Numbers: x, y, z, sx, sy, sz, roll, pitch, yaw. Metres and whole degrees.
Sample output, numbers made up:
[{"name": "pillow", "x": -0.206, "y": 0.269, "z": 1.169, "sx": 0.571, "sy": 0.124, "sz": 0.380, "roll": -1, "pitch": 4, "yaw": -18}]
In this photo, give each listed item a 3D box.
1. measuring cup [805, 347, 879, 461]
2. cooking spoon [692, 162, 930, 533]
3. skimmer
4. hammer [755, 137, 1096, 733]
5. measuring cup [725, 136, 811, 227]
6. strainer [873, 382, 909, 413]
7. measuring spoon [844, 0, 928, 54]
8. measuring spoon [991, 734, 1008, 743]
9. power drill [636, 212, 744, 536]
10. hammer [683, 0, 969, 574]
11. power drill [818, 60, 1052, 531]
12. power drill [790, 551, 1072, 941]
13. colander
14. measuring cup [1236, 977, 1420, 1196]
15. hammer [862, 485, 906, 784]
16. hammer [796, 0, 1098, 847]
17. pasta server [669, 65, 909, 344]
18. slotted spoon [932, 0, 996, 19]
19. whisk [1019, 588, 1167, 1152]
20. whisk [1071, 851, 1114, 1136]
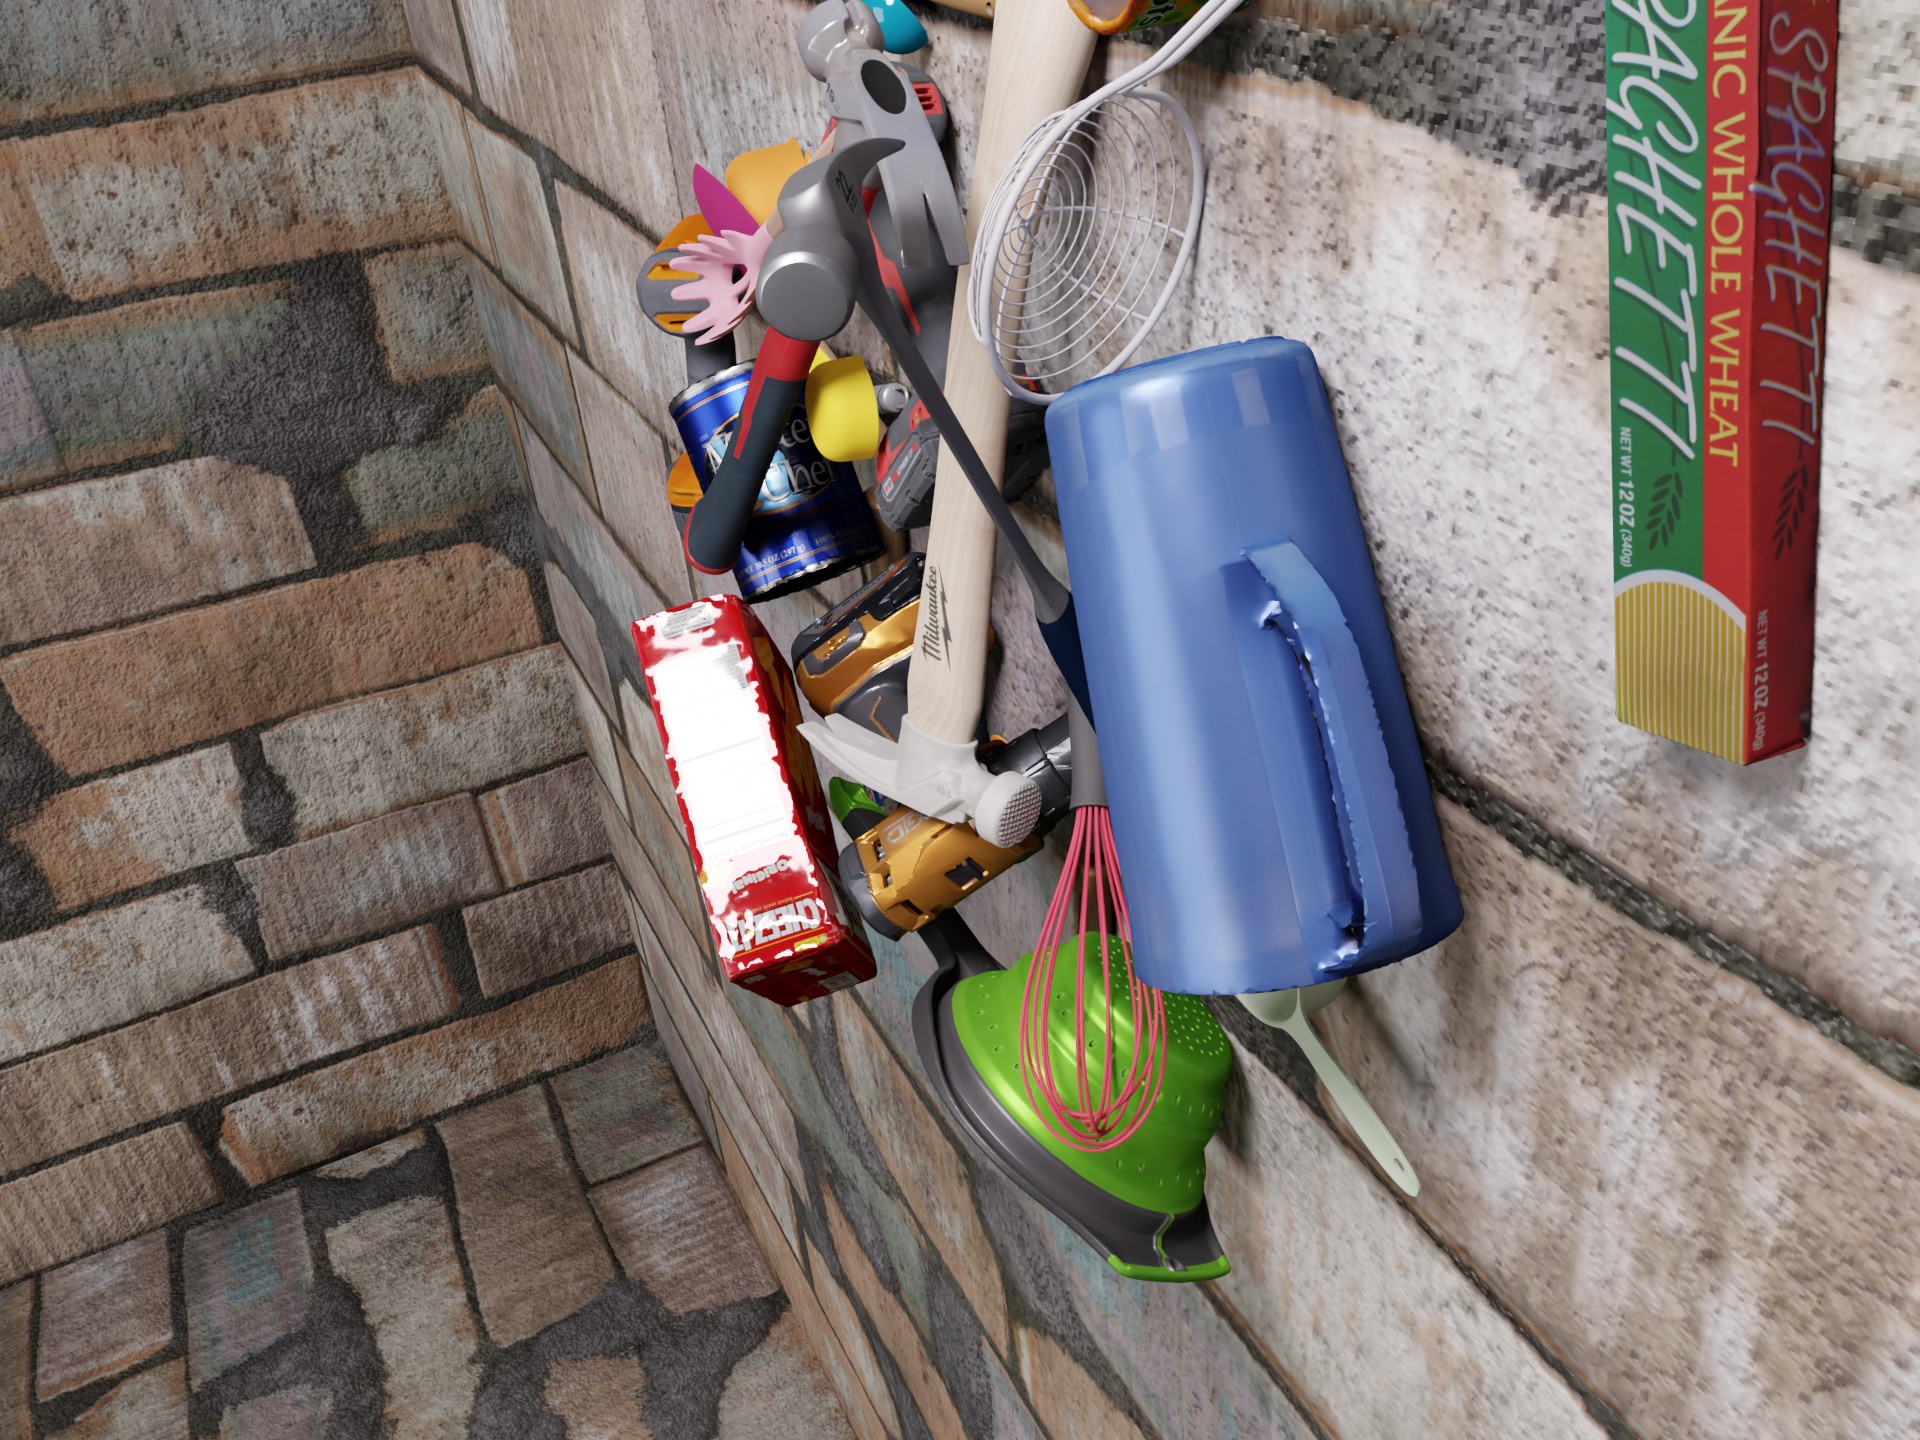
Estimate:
[{"name": "measuring cup", "x": -0.088, "y": -0.197, "z": 0.917, "sx": 0.157, "sy": 0.029, "sz": 0.062, "roll": -129, "pitch": 32, "yaw": -47}, {"name": "cooking spoon", "x": -0.079, "y": -0.216, "z": 1.000, "sx": 0.319, "sy": 0.017, "sz": 0.068, "roll": 55, "pitch": 164, "yaw": 3}, {"name": "skimmer", "x": 0.112, "y": -0.218, "z": 0.521, "sx": 0.090, "sy": 0.127, "sz": 0.363, "roll": 59, "pitch": 149, "yaw": -2}, {"name": "hammer", "x": 0.036, "y": -0.063, "z": 0.689, "sx": 0.405, "sy": 0.035, "sz": 0.144, "roll": 56, "pitch": -155, "yaw": -36}, {"name": "measuring cup", "x": -0.118, "y": -0.328, "z": 1.008, "sx": 0.174, "sy": 0.052, "sz": 0.095, "roll": -140, "pitch": 36, "yaw": -81}, {"name": "strainer", "x": -0.092, "y": -0.222, "z": 1.113, "sx": 0.258, "sy": 0.050, "sz": 0.087, "roll": 16, "pitch": 108, "yaw": 62}, {"name": "measuring spoon", "x": -0.054, "y": -0.380, "z": 0.875, "sx": 0.042, "sy": 0.021, "sz": 0.129, "roll": 39, "pitch": -178, "yaw": -29}, {"name": "measuring spoon", "x": 0.046, "y": 0.032, "z": 1.020, "sx": 0.117, "sy": 0.011, "sz": 0.021, "roll": -138, "pitch": 35, "yaw": -60}, {"name": "power drill", "x": -0.182, "y": -0.269, "z": 1.210, "sx": 0.164, "sy": 0.084, "sz": 0.226, "roll": -79, "pitch": -12, "yaw": -55}, {"name": "hammer", "x": -0.090, "y": -0.176, "z": 0.845, "sx": 0.143, "sy": 0.038, "sz": 0.386, "roll": 69, "pitch": 153, "yaw": 20}, {"name": "power drill", "x": -0.033, "y": -0.226, "z": 0.901, "sx": 0.188, "sy": 0.080, "sz": 0.227, "roll": 143, "pitch": 110, "yaw": -69}, {"name": "power drill", "x": -0.001, "y": -0.003, "z": 0.928, "sx": 0.084, "sy": 0.185, "sz": 0.226, "roll": 44, "pitch": -164, "yaw": -41}, {"name": "colander", "x": 0.040, "y": 0.134, "z": 0.921, "sx": 0.094, "sy": 0.204, "sz": 0.398, "roll": -52, "pitch": 49, "yaw": 15}, {"name": "measuring cup", "x": 0.173, "y": 0.138, "z": 0.735, "sx": 0.168, "sy": 0.038, "sz": 0.083, "roll": 59, "pitch": 157, "yaw": 26}, {"name": "hammer", "x": -0.046, "y": -0.021, "z": 1.180, "sx": 0.130, "sy": 0.031, "sz": 0.331, "roll": 47, "pitch": 149, "yaw": 48}, {"name": "hammer", "x": 0.000, "y": -0.147, "z": 0.767, "sx": 0.146, "sy": 0.038, "sz": 0.410, "roll": 24, "pitch": 117, "yaw": 34}, {"name": "pasta server", "x": -0.100, "y": -0.281, "z": 0.880, "sx": 0.316, "sy": 0.040, "sz": 0.060, "roll": -13, "pitch": 95, "yaw": 65}, {"name": "slotted spoon", "x": -0.048, "y": -0.409, "z": 0.849, "sx": 0.314, "sy": 0.031, "sz": 0.070, "roll": 47, "pitch": 156, "yaw": 46}, {"name": "whisk", "x": 0.067, "y": 0.064, "z": 0.798, "sx": 0.073, "sy": 0.073, "sz": 0.296, "roll": 133, "pitch": 141, "yaw": -68}, {"name": "whisk", "x": 0.080, "y": 0.184, "z": 1.015, "sx": 0.047, "sy": 0.051, "sz": 0.244, "roll": -125, "pitch": 28, "yaw": -52}]
